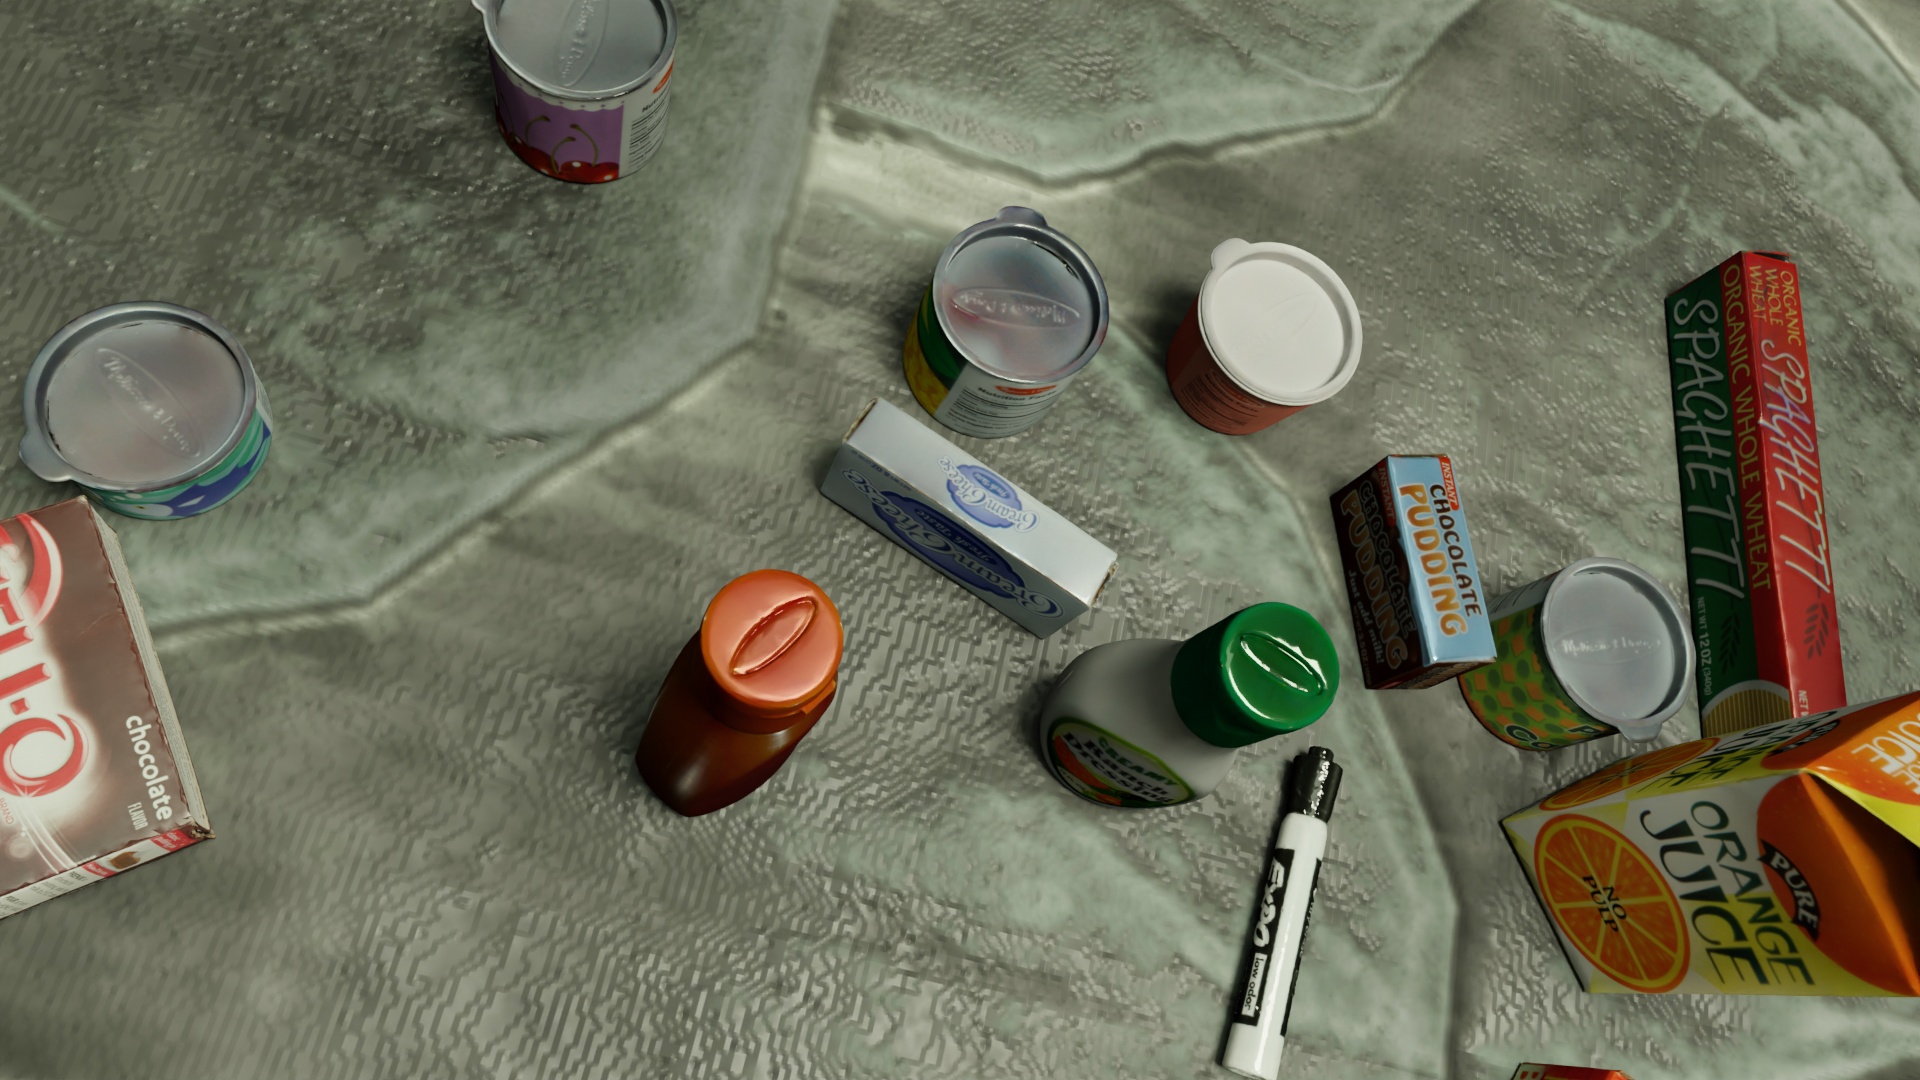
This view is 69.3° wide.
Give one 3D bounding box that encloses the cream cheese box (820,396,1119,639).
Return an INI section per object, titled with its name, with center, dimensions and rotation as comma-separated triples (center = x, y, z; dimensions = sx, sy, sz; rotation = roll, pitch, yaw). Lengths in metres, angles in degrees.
[cream cheese box]
center = 0.002, -0.006, 0.500
dimensions = 0.104, 0.053, 0.024
rotation = 34, 68, -2

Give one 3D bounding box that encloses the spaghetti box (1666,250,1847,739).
[spaghetti box]
center = 0.337, -0.005, 0.590
dimensions = 0.029, 0.050, 0.251
rotation = 10, 70, -12

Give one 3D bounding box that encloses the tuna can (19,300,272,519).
[tuna can]
center = -0.264, -0.040, 0.452
dimensions = 0.071, 0.032, 0.071
rotation = 4, 71, -13

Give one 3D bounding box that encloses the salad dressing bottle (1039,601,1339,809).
[salad dressing bottle]
center = 0.070, 0.054, 0.447
dimensions = 0.064, 0.147, 0.044
rotation = 34, 68, -2

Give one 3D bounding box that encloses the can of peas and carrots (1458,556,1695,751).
[can of peas and carrots]
center = 0.239, 0.048, 0.542
dimensions = 0.071, 0.058, 0.071
rotation = 4, 72, -13

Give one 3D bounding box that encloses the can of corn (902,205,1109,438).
[can of corn]
center = 0.016, -0.081, 0.525
dimensions = 0.071, 0.058, 0.071
rotation = 4, 72, -13

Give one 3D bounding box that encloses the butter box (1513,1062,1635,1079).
[butter box]
center = 0.195, 0.229, 0.474
dimensions = 0.024, 0.053, 0.104
rotation = 39, 67, 0

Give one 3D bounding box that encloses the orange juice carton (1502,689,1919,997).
[orange juice carton]
center = 0.279, 0.103, 0.462
dimensions = 0.072, 0.192, 0.073
rotation = -20, 79, -20

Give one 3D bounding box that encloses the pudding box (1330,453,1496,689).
[pudding box]
center = 0.175, 0.013, 0.541
dimensions = 0.030, 0.049, 0.084
rotation = -2, 73, -15

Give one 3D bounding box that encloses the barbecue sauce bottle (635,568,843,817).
[barbecue sauce bottle]
center = -0.064, 0.046, 0.414
dimensions = 0.065, 0.148, 0.043
rotation = -42, 87, -22

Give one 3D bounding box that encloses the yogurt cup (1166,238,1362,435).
[yogurt cup]
center = 0.117, -0.076, 0.553
dimensions = 0.072, 0.053, 0.072
rotation = 4, 72, -13

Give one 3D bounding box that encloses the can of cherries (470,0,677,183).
[can of cherries]
center = -0.143, -0.177, 0.515
dimensions = 0.071, 0.058, 0.071
rotation = 4, 72, -13
